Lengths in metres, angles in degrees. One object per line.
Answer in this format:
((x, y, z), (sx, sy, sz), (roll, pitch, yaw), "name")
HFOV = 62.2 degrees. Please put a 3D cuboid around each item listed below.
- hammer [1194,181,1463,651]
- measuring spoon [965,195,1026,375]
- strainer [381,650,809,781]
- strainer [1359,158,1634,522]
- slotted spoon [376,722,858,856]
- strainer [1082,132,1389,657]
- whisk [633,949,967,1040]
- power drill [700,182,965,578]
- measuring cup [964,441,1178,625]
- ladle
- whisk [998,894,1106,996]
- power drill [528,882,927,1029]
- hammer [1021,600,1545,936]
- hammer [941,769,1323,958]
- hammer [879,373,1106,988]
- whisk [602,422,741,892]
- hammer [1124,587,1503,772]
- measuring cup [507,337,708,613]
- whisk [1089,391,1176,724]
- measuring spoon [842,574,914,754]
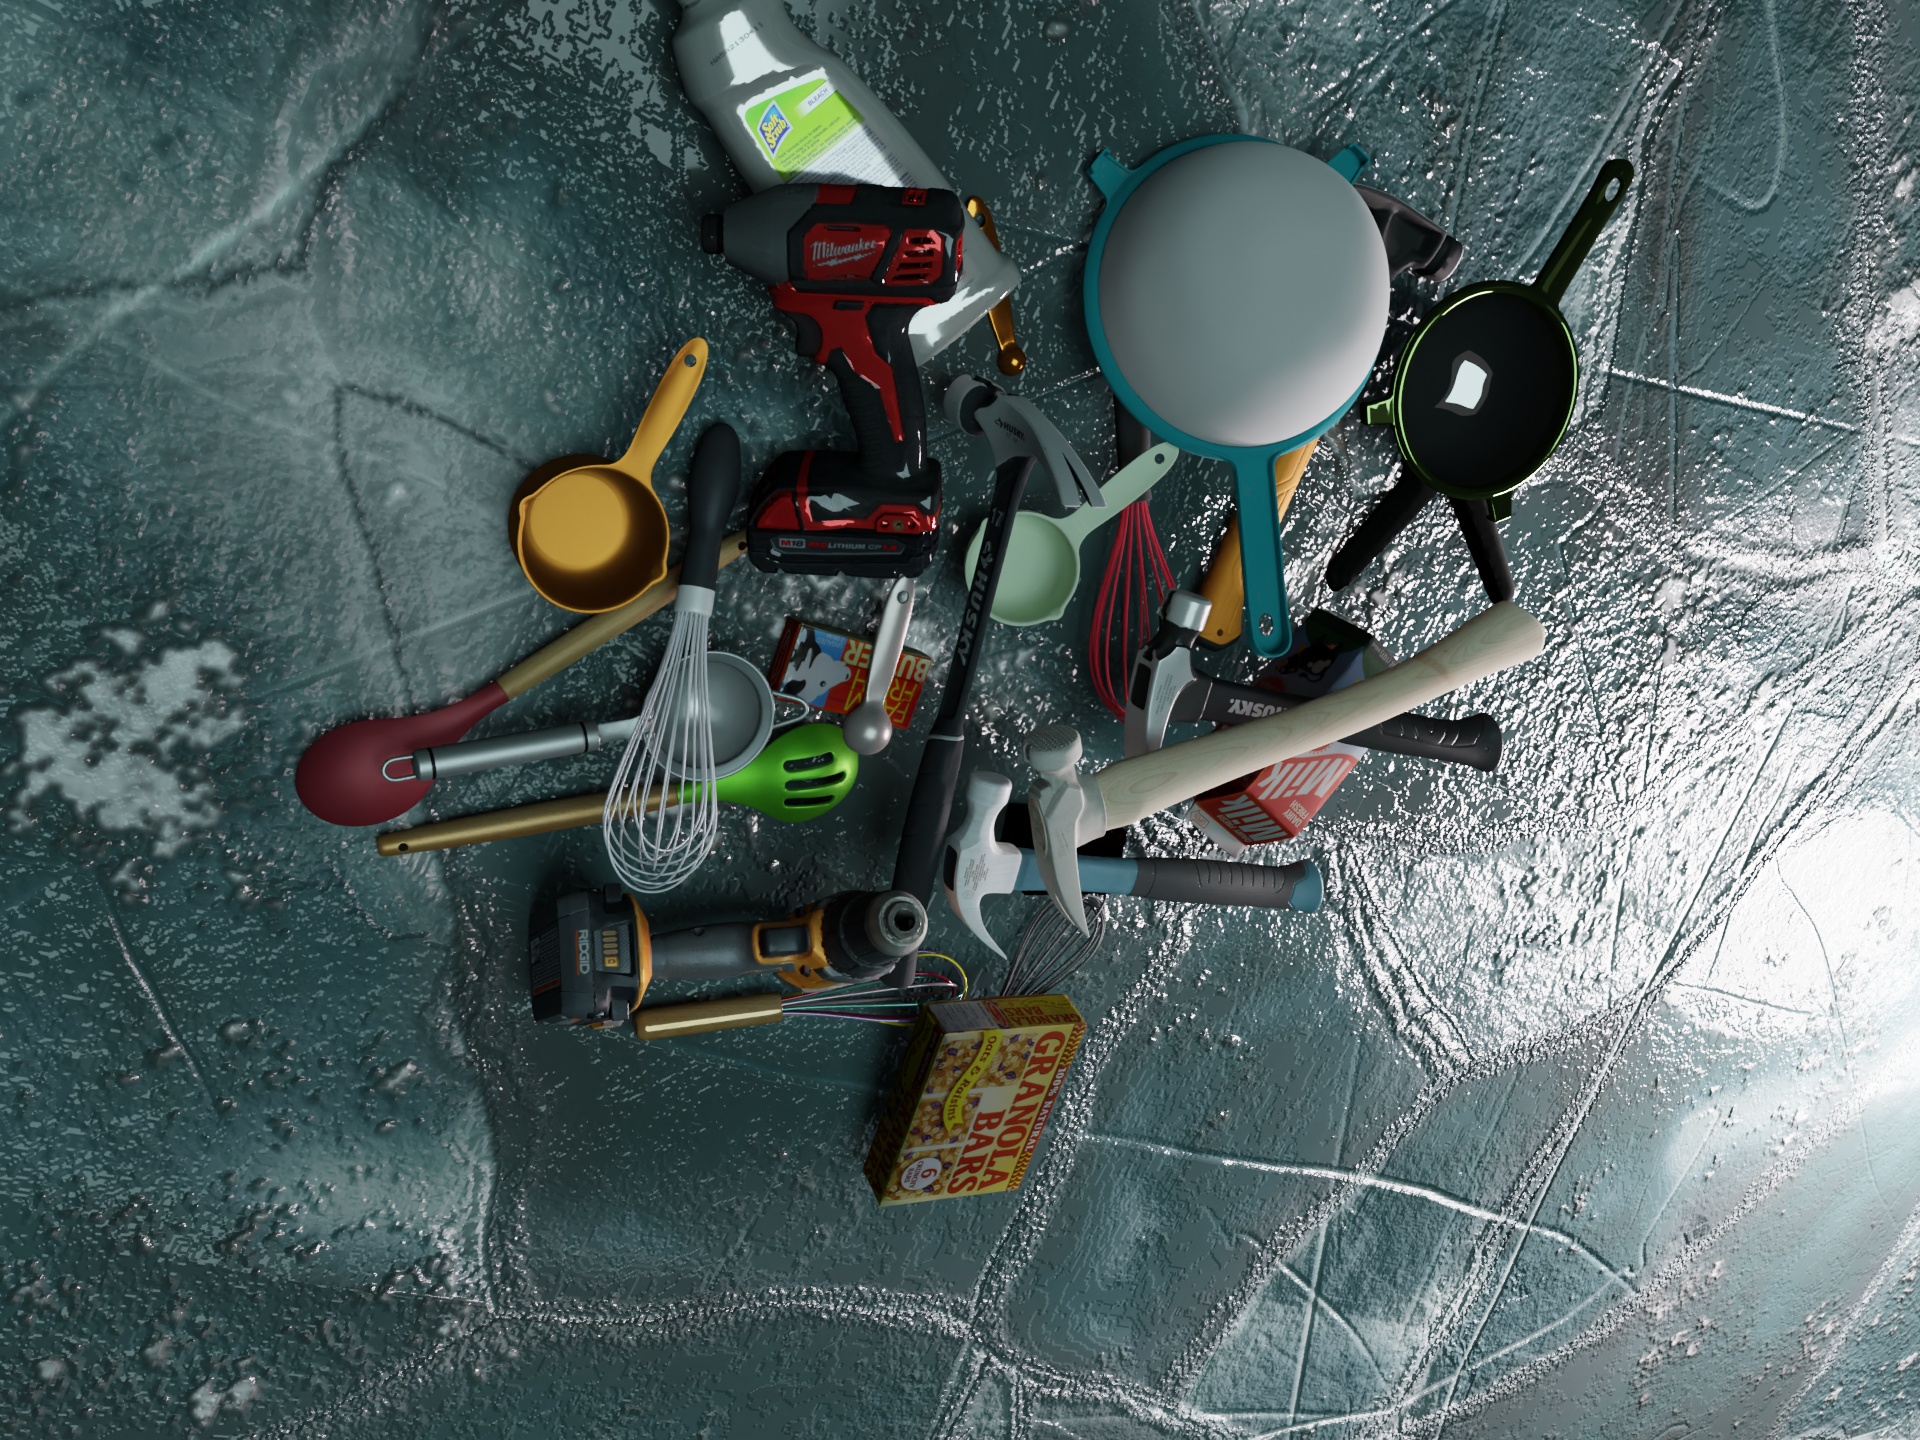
((0.237, -0.208, 1.131), (0.127, 0.034, 0.337), (18, 102, -32), "hammer")
((0.023, -0.273, 1.007), (0.021, 0.011, 0.116), (-25, 120, -16), "measuring spoon")
((-0.220, 0.006, 0.969), (0.258, 0.050, 0.086), (-11, 112, -28), "strainer")
((0.383, -0.281, 1.124), (0.151, 0.069, 0.256), (29, 95, -24), "strainer")
((-0.208, 0.054, 1.017), (0.313, 0.031, 0.070), (-9, 115, -22), "slotted spoon")
((0.196, -0.210, 1.001), (0.211, 0.095, 0.340), (-6, 92, -13), "strainer")
((-0.107, 0.203, 1.122), (0.245, 0.051, 0.047), (-4, 118, -23), "whisk")
((-0.073, -0.196, 0.910), (0.143, 0.079, 0.219), (3, 124, 0), "power drill")
((0.075, -0.131, 1.059), (0.167, 0.038, 0.083), (-38, 103, 3), "measuring cup")
((-0.253, -0.032, 0.960), (0.315, 0.031, 0.069), (-34, 125, -13), "ladle")
((0.033, 0.221, 1.199), (0.055, 0.055, 0.239), (34, 96, -33), "whisk")
((-0.142, 0.142, 0.998), (0.226, 0.185, 0.084), (0, 77, -25), "power drill")
((0.233, 0.014, 1.091), (0.410, 0.038, 0.146), (-20, 118, -19), "hammer")
((0.133, 0.112, 1.149), (0.330, 0.033, 0.128), (7, 107, -30), "hammer")
((-0.002, -0.003, 1.020), (0.036, 0.149, 0.408), (-2, 118, -32), "hammer")
((-0.164, -0.039, 0.944), (0.070, 0.070, 0.285), (11, 83, -30), "whisk")
((0.263, 0.005, 1.144), (0.334, 0.035, 0.146), (9, 105, -28), "hammer")
((-0.198, -0.148, 0.924), (0.095, 0.052, 0.173), (27, 95, -33), "measuring cup")
((0.120, -0.133, 1.090), (0.073, 0.073, 0.295), (-12, 110, -23), "whisk")
((-0.048, -0.034, 1.036), (0.034, 0.018, 0.124), (8, 105, -29), "measuring spoon")
